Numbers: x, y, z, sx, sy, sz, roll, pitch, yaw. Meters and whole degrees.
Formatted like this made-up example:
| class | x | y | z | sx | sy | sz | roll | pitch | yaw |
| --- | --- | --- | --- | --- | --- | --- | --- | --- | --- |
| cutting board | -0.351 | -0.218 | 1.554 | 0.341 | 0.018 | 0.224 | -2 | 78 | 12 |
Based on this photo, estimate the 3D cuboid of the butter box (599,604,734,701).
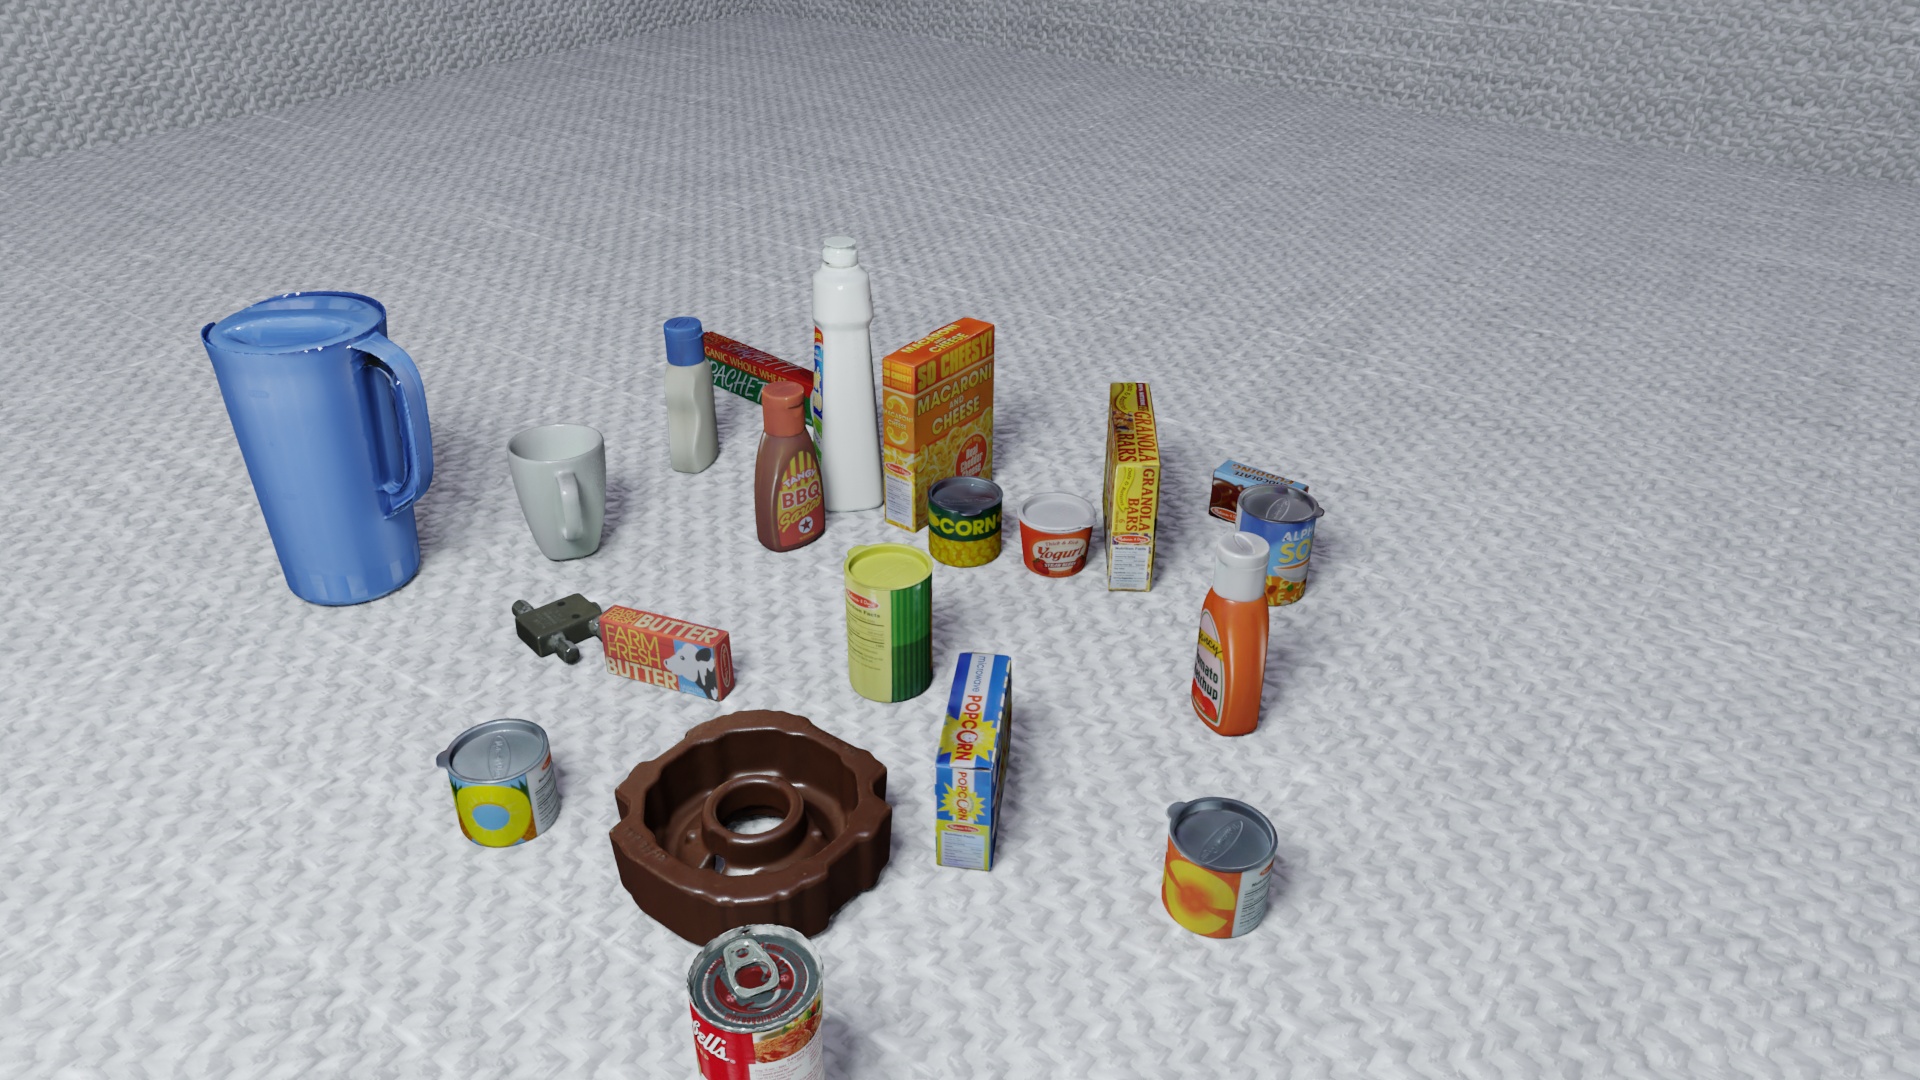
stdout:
| class | x | y | z | sx | sy | sz | roll | pitch | yaw |
| --- | --- | --- | --- | --- | --- | --- | --- | --- | --- |
| butter box | -0.224 | 0.085 | 1.056 | 0.103 | 0.052 | 0.024 | 12 | 32 | 19 |

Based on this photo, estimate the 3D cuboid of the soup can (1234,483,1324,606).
| class | x | y | z | sx | sy | sz | roll | pitch | yaw |
| --- | --- | --- | --- | --- | --- | --- | --- | --- | --- |
| soup can | 0.265 | 0.005 | 1.169 | 0.071 | 0.083 | 0.072 | 0 | 30 | 0 |

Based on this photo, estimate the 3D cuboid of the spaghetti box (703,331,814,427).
| class | x | y | z | sx | sy | sz | roll | pitch | yaw |
| --- | --- | --- | --- | --- | --- | --- | --- | --- | --- |
| spaghetti box | -0.199 | -0.168 | 1.490 | 0.250 | 0.050 | 0.029 | 24 | 38 | 35 |

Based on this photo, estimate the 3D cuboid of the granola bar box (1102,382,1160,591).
| class | x | y | z | sx | sy | sz | roll | pitch | yaw |
| --- | --- | --- | --- | --- | --- | --- | --- | --- | --- |
| granola bar box | 0.149 | -0.050 | 1.221 | 0.039 | 0.123 | 0.166 | 2 | 30 | 3 |

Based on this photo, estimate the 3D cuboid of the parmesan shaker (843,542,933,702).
| class | x | y | z | sx | sy | sz | roll | pitch | yaw |
| --- | --- | --- | --- | --- | --- | --- | --- | --- | --- |
| parmesan shaker | -0.055 | 0.061 | 1.050 | 0.071 | 0.102 | 0.071 | 0 | 30 | 0 |

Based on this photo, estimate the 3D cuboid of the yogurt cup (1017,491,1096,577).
| class | x | y | z | sx | sy | sz | roll | pitch | yaw |
| --- | --- | --- | --- | --- | --- | --- | --- | --- | --- |
| yogurt cup | 0.083 | -0.004 | 1.210 | 0.072 | 0.053 | 0.073 | 0 | 30 | 0 |

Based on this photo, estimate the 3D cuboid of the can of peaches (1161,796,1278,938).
| class | x | y | z | sx | sy | sz | roll | pitch | yaw |
| --- | --- | --- | --- | --- | --- | --- | --- | --- | --- |
| can of peaches | 0.157 | 0.201 | 0.859 | 0.071 | 0.057 | 0.071 | 0 | 30 | 0 |

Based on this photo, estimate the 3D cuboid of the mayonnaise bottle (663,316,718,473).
| class | x | y | z | sx | sy | sz | roll | pitch | yaw |
| --- | --- | --- | --- | --- | --- | --- | --- | --- | --- |
| mayonnaise bottle | -0.264 | -0.143 | 1.349 | 0.041 | 0.147 | 0.065 | 6 | 31 | 10 |

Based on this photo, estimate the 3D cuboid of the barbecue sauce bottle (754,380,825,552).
| class | x | y | z | sx | sy | sz | roll | pitch | yaw |
| --- | --- | --- | --- | --- | --- | --- | --- | --- | --- |
| barbecue sauce bottle | -0.152 | -0.066 | 1.220 | 0.065 | 0.147 | 0.044 | -26 | 39 | -38 |

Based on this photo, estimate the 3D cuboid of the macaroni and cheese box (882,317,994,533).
| class | x | y | z | sx | sy | sz | roll | pitch | yaw |
| --- | --- | --- | --- | --- | --- | --- | --- | --- | --- |
| macaroni and cheese box | -0.020 | -0.107 | 1.274 | 0.040 | 0.165 | 0.124 | 20 | 36 | 31 |

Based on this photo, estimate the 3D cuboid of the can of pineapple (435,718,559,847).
| class | x | y | z | sx | sy | sz | roll | pitch | yaw |
| --- | --- | --- | --- | --- | --- | --- | --- | --- | --- |
| can of pineapple | -0.305 | 0.160 | 0.921 | 0.071 | 0.057 | 0.071 | 0 | 30 | 0 |

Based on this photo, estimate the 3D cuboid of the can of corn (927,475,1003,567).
| class | x | y | z | sx | sy | sz | roll | pitch | yaw |
| --- | --- | --- | --- | --- | --- | --- | --- | --- | --- |
| can of corn | 0.004 | -0.015 | 1.224 | 0.071 | 0.058 | 0.071 | 0 | 30 | 0 |

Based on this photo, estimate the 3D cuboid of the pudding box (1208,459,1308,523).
| class | x | y | z | sx | sy | sz | roll | pitch | yaw |
| --- | --- | --- | --- | --- | --- | --- | --- | --- | --- |
| pudding box | 0.272 | -0.037 | 1.274 | 0.084 | 0.049 | 0.030 | 21 | 36 | 31 |

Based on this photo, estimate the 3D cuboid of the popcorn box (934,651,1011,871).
| class | x | y | z | sx | sy | sz | roll | pitch | yaw |
| --- | --- | --- | --- | --- | --- | --- | --- | --- | --- |
| popcorn box | 0.010 | 0.144 | 0.927 | 0.038 | 0.084 | 0.127 | 4 | 31 | 6 |

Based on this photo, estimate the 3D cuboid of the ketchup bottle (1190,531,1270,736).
| class | x | y | z | sx | sy | sz | roll | pitch | yaw |
| --- | --- | --- | --- | --- | --- | --- | --- | --- | --- |
| ketchup bottle | 0.197 | 0.065 | 1.001 | 0.043 | 0.148 | 0.065 | -8 | 31 | -14 |
